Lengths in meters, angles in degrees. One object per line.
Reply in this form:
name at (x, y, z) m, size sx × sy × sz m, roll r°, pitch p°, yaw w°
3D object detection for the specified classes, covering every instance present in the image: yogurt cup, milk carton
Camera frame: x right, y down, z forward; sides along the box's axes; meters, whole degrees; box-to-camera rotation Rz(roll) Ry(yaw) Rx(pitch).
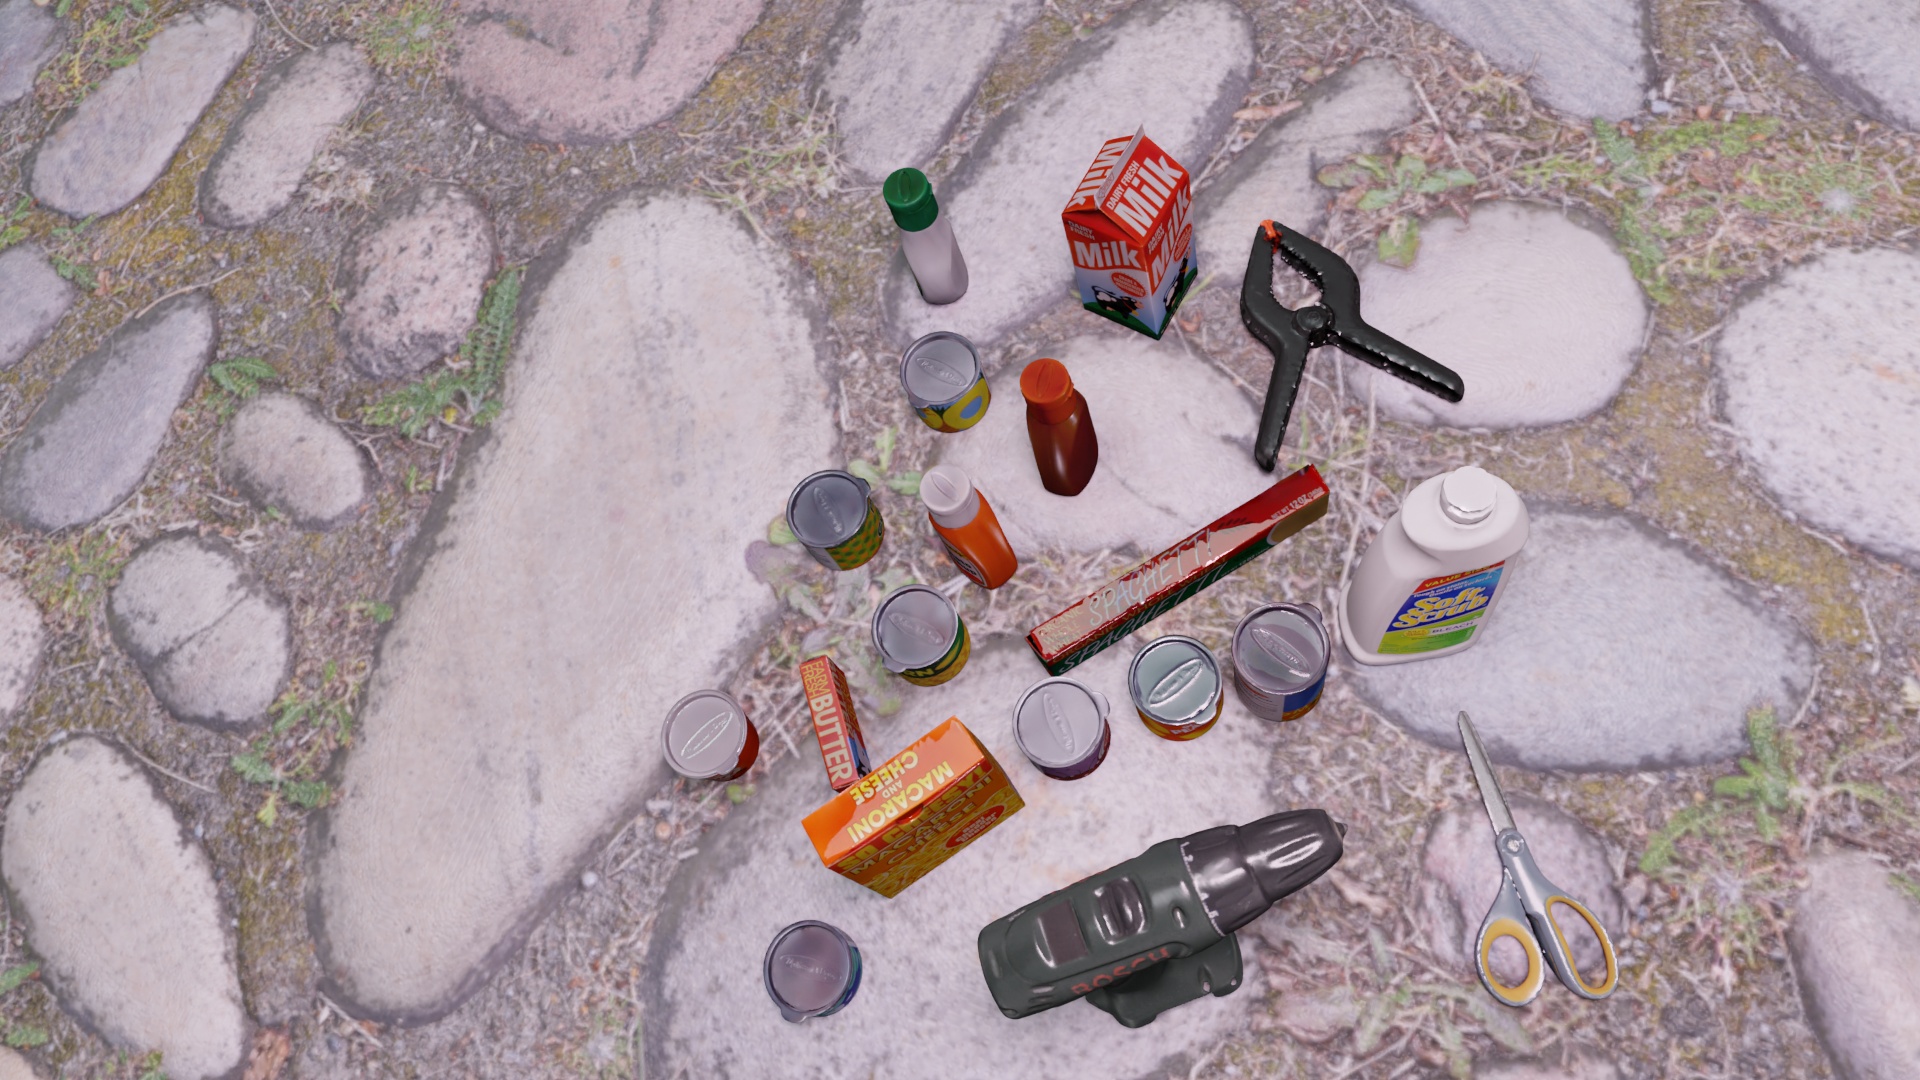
yogurt cup at (-0.188, 0.153, 1.063) m, size 0.072 × 0.053 × 0.072 m, roll -4°, pitch 69°, yaw 10°
milk carton at (0.132, -0.239, 1.074) m, size 0.073 × 0.190 × 0.072 m, roll 27°, pitch 77°, yaw 20°

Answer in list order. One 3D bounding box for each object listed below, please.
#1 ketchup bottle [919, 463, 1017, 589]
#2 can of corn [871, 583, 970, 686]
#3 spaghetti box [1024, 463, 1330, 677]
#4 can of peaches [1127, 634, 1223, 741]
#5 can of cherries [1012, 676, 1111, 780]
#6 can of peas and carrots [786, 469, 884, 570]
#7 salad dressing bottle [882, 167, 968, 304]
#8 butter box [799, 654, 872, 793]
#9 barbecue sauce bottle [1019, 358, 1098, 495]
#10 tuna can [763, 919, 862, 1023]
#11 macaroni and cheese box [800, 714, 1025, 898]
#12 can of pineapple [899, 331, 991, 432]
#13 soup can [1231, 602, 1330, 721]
ketchup bottle at (0.004, -0.013, 1.036) m, size 0.043 × 0.148 × 0.065 m, roll -43°, pitch 67°, yaw -6°
can of corn at (-0.030, 0.075, 1.058) m, size 0.071 × 0.058 × 0.071 m, roll -4°, pitch 69°, yaw 10°
spaghetti box at (0.164, 0.024, 1.042) m, size 0.250 × 0.050 × 0.029 m, roll -31°, pitch 67°, yaw -1°
can of peaches at (0.158, 0.110, 1.005) m, size 0.071 × 0.058 × 0.071 m, roll -4°, pitch 69°, yaw 10°
can of cherries at (0.077, 0.138, 1.011) m, size 0.071 × 0.058 × 0.072 m, roll -4°, pitch 69°, yaw 10°
can of peas and carrots at (-0.097, -0.017, 1.107) m, size 0.071 × 0.058 × 0.071 m, roll -4°, pitch 69°, yaw 10°
salad dressing bottle at (-0.028, -0.248, 1.134) m, size 0.044 × 0.147 × 0.064 m, roll -8°, pitch 68°, yaw 9°
butter box at (-0.092, 0.142, 1.048) m, size 0.024 × 0.053 × 0.104 m, roll -20°, pitch 67°, yaw 4°
barbecue sauce bottle at (0.074, -0.088, 1.050) m, size 0.044 × 0.148 × 0.065 m, roll 12°, pitch 73°, yaw 16°
tuna can at (-0.106, 0.310, 0.996) m, size 0.071 × 0.032 × 0.071 m, roll -4°, pitch 69°, yaw 10°
macaroni and cheese box at (-0.026, 0.188, 0.955) m, size 0.124 × 0.166 × 0.040 m, roll -35°, pitch 67°, yaw -2°
can of pineapple at (-0.013, -0.127, 1.133) m, size 0.071 × 0.057 × 0.071 m, roll -4°, pitch 69°, yaw 10°
soup can at (0.229, 0.086, 0.986) m, size 0.071 × 0.083 × 0.071 m, roll -4°, pitch 69°, yaw 10°
